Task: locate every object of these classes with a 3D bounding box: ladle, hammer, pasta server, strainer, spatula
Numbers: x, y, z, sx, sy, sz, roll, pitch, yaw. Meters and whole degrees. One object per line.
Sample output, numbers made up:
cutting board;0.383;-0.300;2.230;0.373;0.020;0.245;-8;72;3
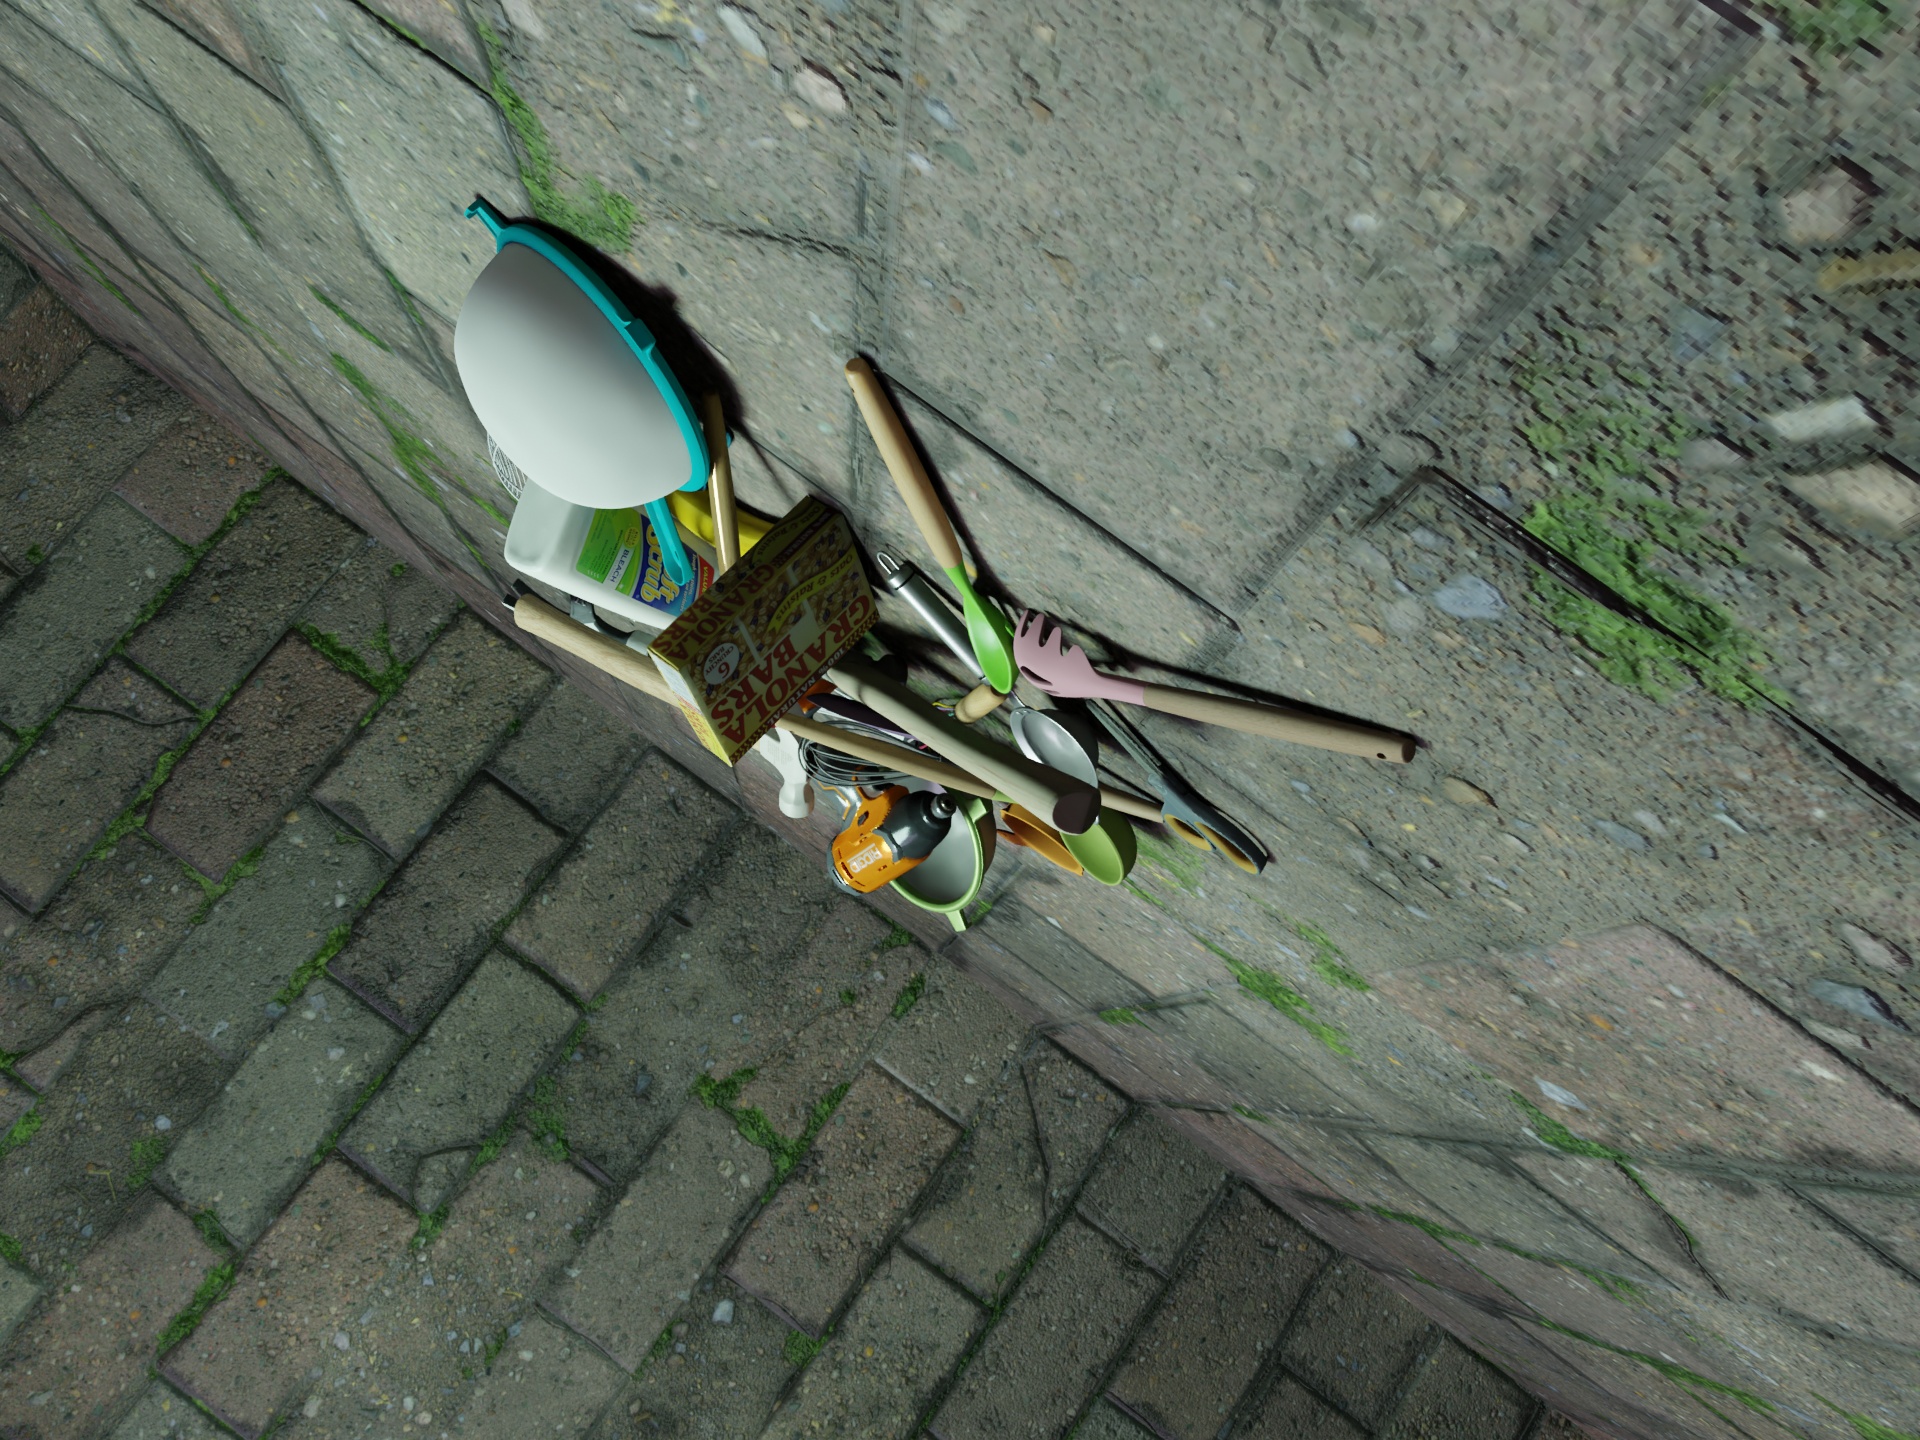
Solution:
ladle;0.000;0.060;1.274;0.320;0.062;0.078;19;164;-17
hammer;-0.030;0.002;1.172;0.146;0.038;0.411;10;-170;-30
pasta server;0.137;-0.017;0.945;0.316;0.040;0.060;15;156;49
strainer;0.030;-0.030;1.152;0.258;0.050;0.087;46;159;-15
hammer;-0.262;-0.035;1.400;0.331;0.031;0.130;27;136;20
ladle;-0.168;-0.108;1.174;0.069;0.031;0.315;43;149;35
spatula;0.017;0.027;1.281;0.316;0.018;0.060;18;-166;18
hammer;-0.334;-0.180;1.354;0.149;0.036;0.408;21;149;3
strainer;-0.055;0.073;1.491;0.257;0.069;0.151;32;129;32
strainer;-0.265;-0.184;1.123;0.211;0.095;0.340;39;159;26

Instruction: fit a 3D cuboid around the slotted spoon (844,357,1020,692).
slotted spoon;-0.012;-0.114;0.984;0.070;0.031;0.313;57;178;35

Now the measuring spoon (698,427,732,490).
measuring spoon;-0.189;-0.203;1.183;0.042;0.021;0.128;40;158;-16

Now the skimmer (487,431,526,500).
skimmer;-0.267;-0.179;1.436;0.363;0.090;0.127;28;162;-9

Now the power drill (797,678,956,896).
power drill;-0.099;0.033;1.408;0.164;0.084;0.226;-34;88;47

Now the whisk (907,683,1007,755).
whisk;-0.003;-0.006;1.328;0.051;0.047;0.245;26;164;-8

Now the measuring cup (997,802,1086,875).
measuring cup;0.074;0.089;1.433;0.095;0.052;0.173;39;169;-11

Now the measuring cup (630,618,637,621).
measuring cup;-0.253;-0.110;1.465;0.083;0.038;0.167;17;-169;19

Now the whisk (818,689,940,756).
whisk;-0.082;-0.005;1.510;0.285;0.070;0.070;28;165;17

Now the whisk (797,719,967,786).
whisk;-0.017;0.041;1.322;0.239;0.055;0.055;9;168;-4
